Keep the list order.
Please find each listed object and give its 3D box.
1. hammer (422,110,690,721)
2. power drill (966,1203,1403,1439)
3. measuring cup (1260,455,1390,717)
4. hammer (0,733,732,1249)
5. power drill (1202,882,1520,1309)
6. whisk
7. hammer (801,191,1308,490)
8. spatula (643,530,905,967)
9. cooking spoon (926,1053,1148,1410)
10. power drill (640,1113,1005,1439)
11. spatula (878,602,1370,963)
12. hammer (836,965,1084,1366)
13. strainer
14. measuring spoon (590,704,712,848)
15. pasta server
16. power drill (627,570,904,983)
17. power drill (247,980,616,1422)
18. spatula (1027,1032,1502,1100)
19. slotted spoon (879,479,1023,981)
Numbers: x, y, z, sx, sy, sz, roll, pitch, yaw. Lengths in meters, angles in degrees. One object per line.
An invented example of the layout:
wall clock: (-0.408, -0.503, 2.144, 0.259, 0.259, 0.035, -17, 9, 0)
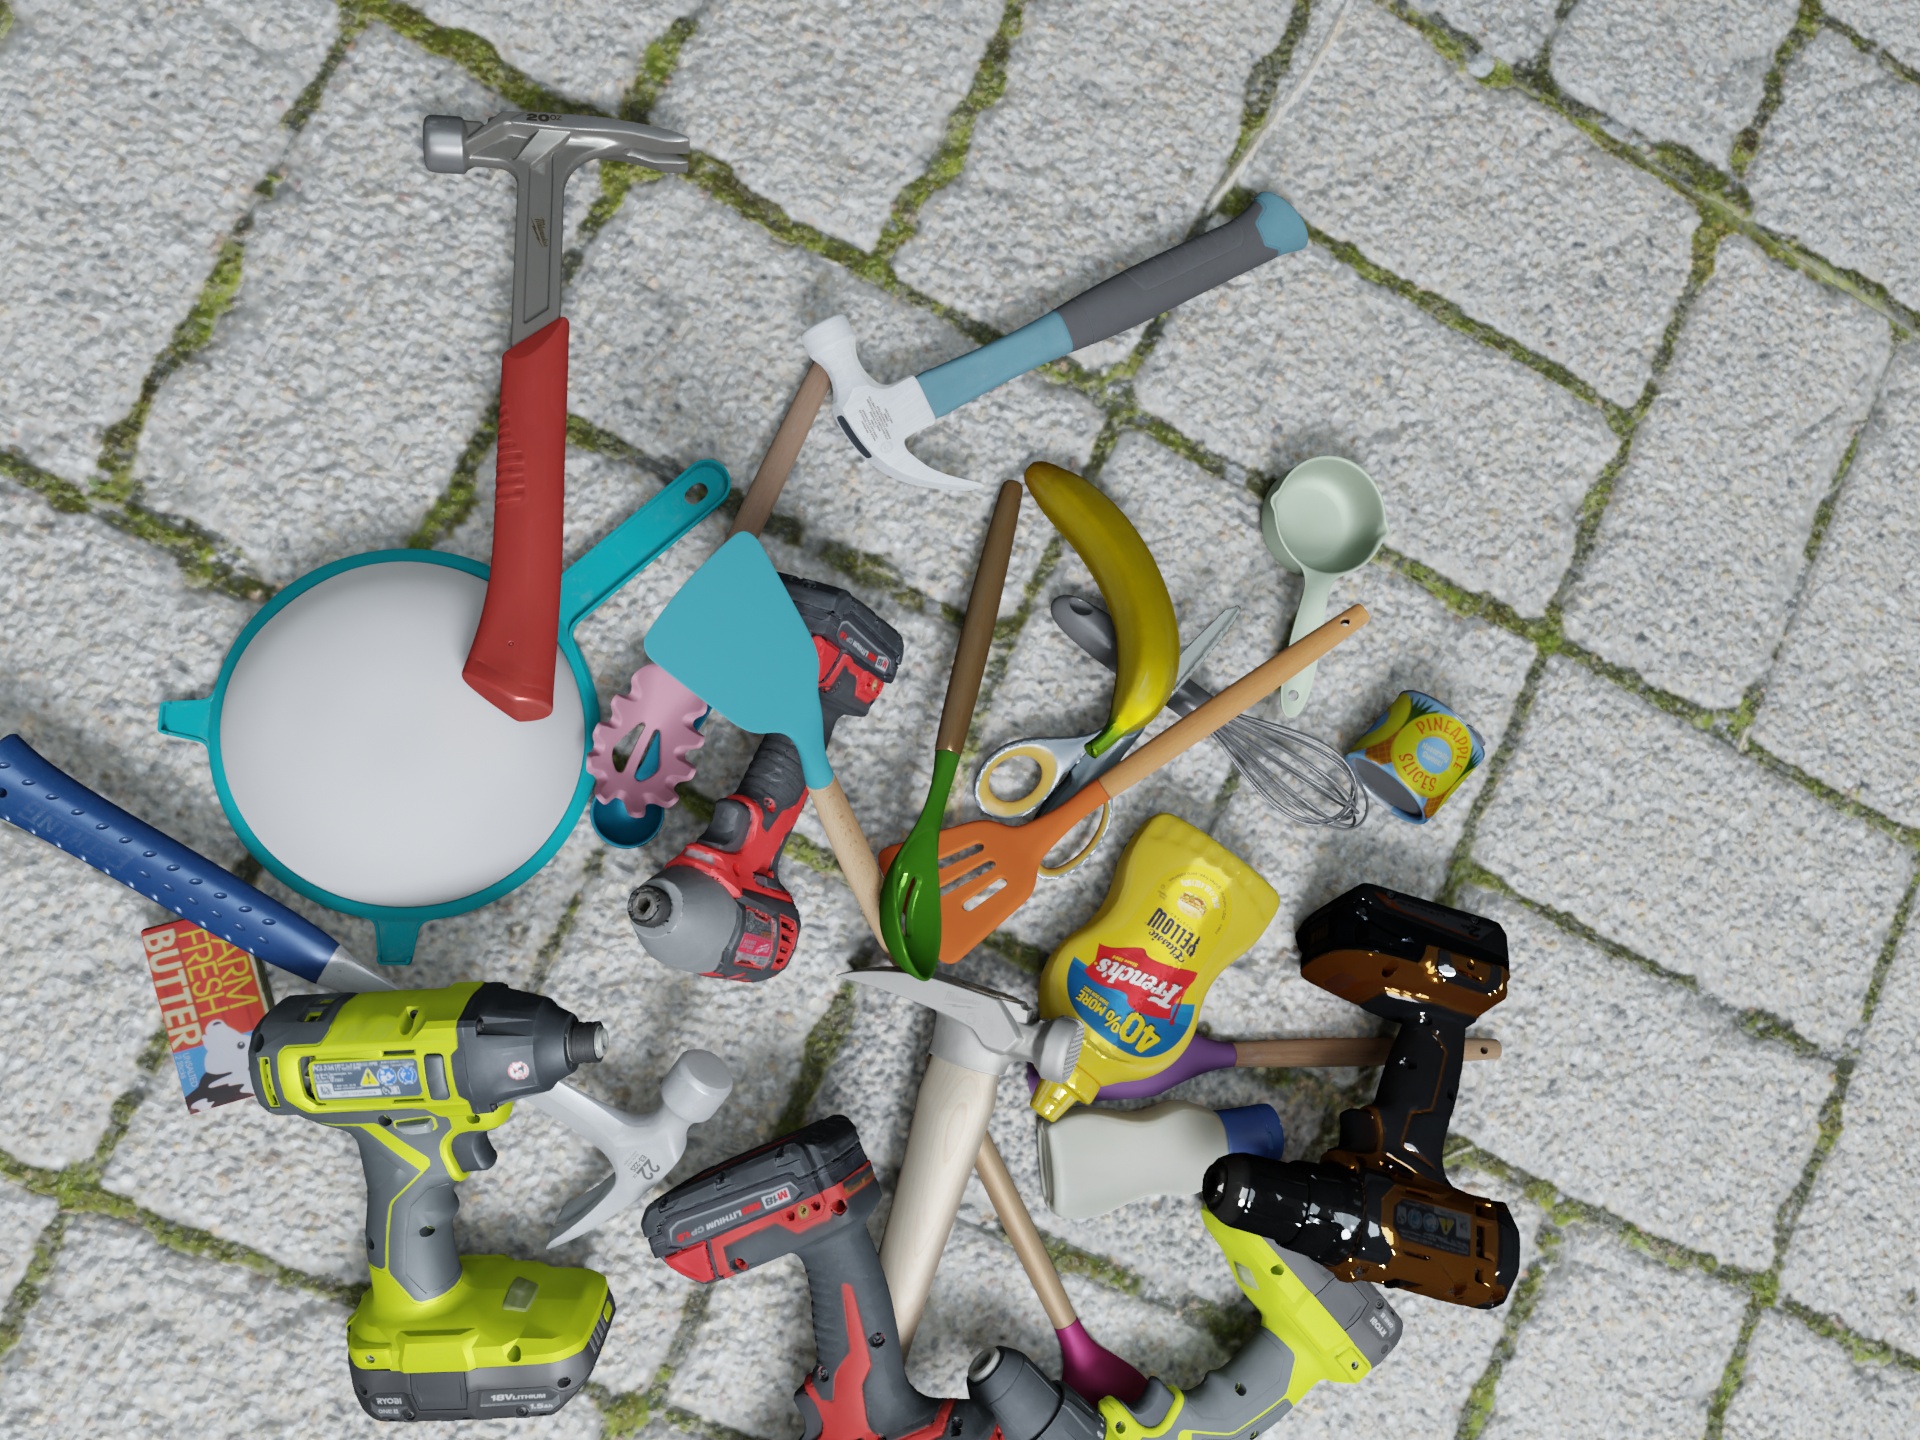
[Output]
hammer: (-0.223, -0.174, 0.868, 0.149, 0.036, 0.359, 1, 71, -12)
power drill: (0.131, 0.385, 0.938, 0.228, 0.080, 0.190, -42, 97, -16)
measuring cup: (0.219, -0.084, 1.010, 0.083, 0.038, 0.167, 13, 87, -12)
hammer: (-0.328, 0.139, 0.840, 0.405, 0.035, 0.144, 34, 109, -11)
power drill: (0.238, 0.215, 0.940, 0.185, 0.084, 0.226, 17, 61, -12)
whisk: (0.155, -0.007, 0.989, 0.239, 0.055, 0.055, 35, 81, -5)
hammer: (0.073, -0.246, 0.979, 0.331, 0.033, 0.128, -29, 102, -15)
spatula: (-0.075, 0.041, 0.844, 0.044, 0.317, 0.082, 19, 58, 28)
cooking spoon: (0.052, 0.342, 0.962, 0.069, 0.017, 0.319, -26, 94, -13)
power drill: (-0.094, 0.354, 0.871, 0.188, 0.080, 0.227, -26, 82, 13)
spatula: (0.104, 0.025, 0.935, 0.322, 0.041, 0.081, -35, 72, 3)
hammer: (-0.051, 0.348, 0.916, 0.146, 0.038, 0.410, 15, 90, 18)
strainer: (-0.255, -0.036, 0.870, 0.340, 0.095, 0.211, -42, 97, -10)
measuring spoon: (-0.171, 0.019, 0.930, 0.042, 0.021, 0.129, 29, 72, 1)
pasta server: (-0.132, -0.091, 0.921, 0.060, 0.040, 0.316, 27, 77, -16)
power drill: (-0.114, 0.034, 0.876, 0.078, 0.143, 0.220, 15, 82, 22)
power drill: (-0.255, 0.243, 0.820, 0.171, 0.080, 0.223, -3, 108, 4)
spatula: (0.195, 0.207, 1.001, 0.316, 0.018, 0.060, 2, 83, -12)
slotted spoon: (-0.001, -0.003, 0.928, 0.031, 0.070, 0.314, 4, 68, 24)
